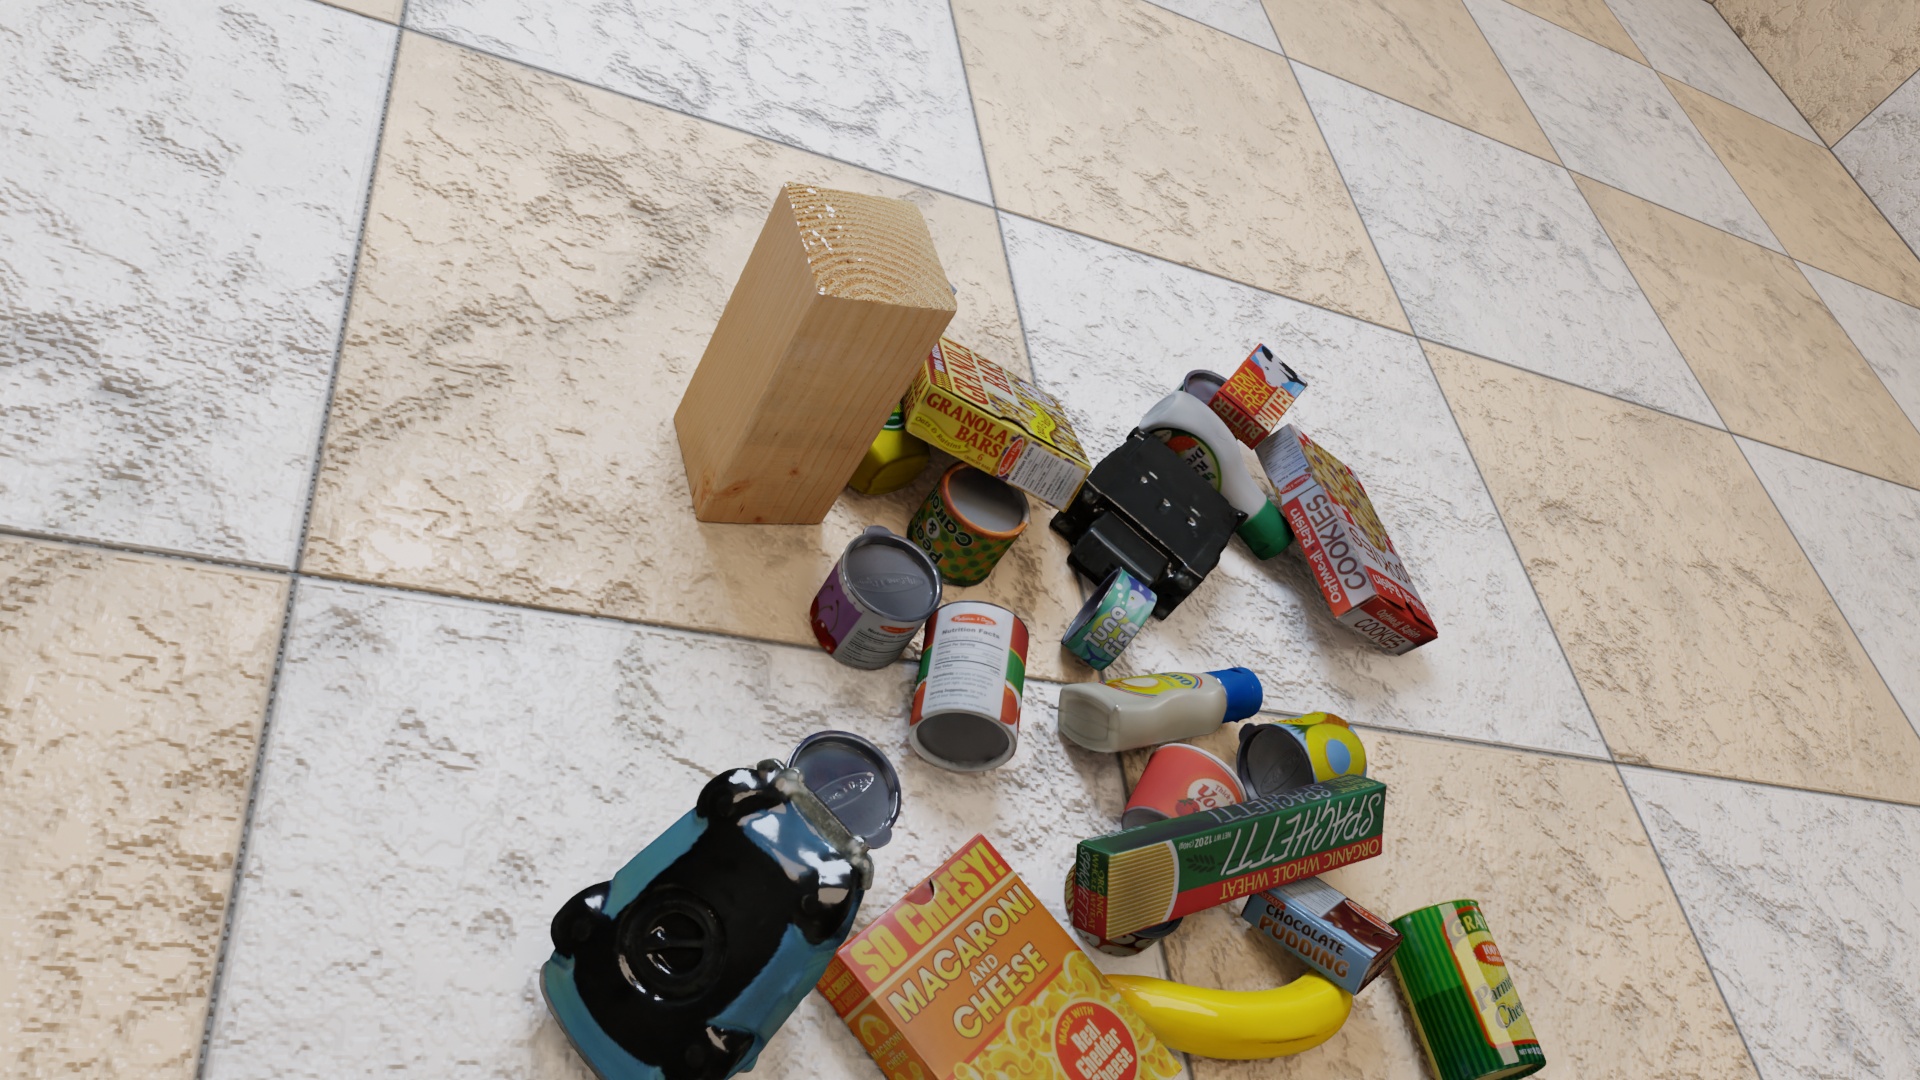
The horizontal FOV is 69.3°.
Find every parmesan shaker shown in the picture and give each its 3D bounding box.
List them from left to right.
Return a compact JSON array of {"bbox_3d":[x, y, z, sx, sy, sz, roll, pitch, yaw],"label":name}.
[{"bbox_3d":[0.316,0.287,0.872,0.071,0.071,0.103,6,51,-29],"label":"parmesan shaker"}]

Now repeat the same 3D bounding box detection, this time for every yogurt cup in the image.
[{"bbox_3d":[0.136,0.168,0.862,0.072,0.072,0.054,41,51,4],"label":"yogurt cup"}]

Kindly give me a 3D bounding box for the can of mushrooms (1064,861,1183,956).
[{"bbox_3d":[0.095,0.208,0.822,0.071,0.033,0.071,17,47,-19],"label":"can of mushrooms"}]

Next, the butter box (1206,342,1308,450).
[{"bbox_3d":[0.237,-0.116,1.111,0.053,0.024,0.104,42,43,4],"label":"butter box"}]

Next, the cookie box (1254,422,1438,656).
[{"bbox_3d":[0.306,0.000,1.099,0.123,0.040,0.168,25,39,-47],"label":"cookie box"}]

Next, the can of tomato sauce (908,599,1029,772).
[{"bbox_3d":[0.006,0.090,0.845,0.071,0.070,0.083,23,45,-15],"label":"can of tomato sauce"}]

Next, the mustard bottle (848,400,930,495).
[{"bbox_3d":[-0.085,-0.105,0.965,0.065,0.048,0.160,-15,63,-47],"label":"mustard bottle"}]

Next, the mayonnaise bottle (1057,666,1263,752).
[{"bbox_3d":[0.137,0.109,0.917,0.148,0.041,0.065,-4,11,-37],"label":"mayonnaise bottle"}]

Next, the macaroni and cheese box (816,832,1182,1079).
[{"bbox_3d":[0.021,0.254,0.730,0.166,0.040,0.124,48,43,12],"label":"macaroni and cheese box"}]

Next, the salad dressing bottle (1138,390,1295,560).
[{"bbox_3d":[0.202,-0.049,1.082,0.147,0.064,0.044,47,51,-11],"label":"salad dressing bottle"}]

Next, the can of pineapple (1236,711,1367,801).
[{"bbox_3d":[0.229,0.149,0.933,0.058,0.070,0.071,-5,57,-37],"label":"can of pineapple"}]

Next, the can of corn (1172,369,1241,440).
[{"bbox_3d":[0.195,-0.093,1.127,0.071,0.058,0.071,18,46,-19],"label":"can of corn"}]

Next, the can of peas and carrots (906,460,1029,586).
[{"bbox_3d":[0.003,-0.012,0.934,0.071,0.058,0.071,18,46,-19],"label":"can of peas and carrots"}]

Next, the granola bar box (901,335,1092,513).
[{"bbox_3d":[0.019,-0.090,0.972,0.124,0.039,0.166,27,17,-14],"label":"granola bar box"}]

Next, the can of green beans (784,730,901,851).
[{"bbox_3d":[-0.073,0.145,0.751,0.071,0.057,0.071,18,46,-19],"label":"can of green beans"}]

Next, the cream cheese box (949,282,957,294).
[{"bbox_3d":[-0.050,-0.162,1.034,0.024,0.053,0.104,46,44,7],"label":"cream cheese box"}]

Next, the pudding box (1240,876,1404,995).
[{"bbox_3d":[0.222,0.236,0.852,0.084,0.030,0.050,30,23,31],"label":"pudding box"}]

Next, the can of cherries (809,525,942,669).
[{"bbox_3d":[-0.053,0.035,0.858,0.071,0.058,0.072,17,47,-19],"label":"can of cherries"}]

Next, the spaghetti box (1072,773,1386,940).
[{"bbox_3d":[0.169,0.183,0.829,0.251,0.028,0.050,-4,99,-38],"label":"spaghetti box"}]

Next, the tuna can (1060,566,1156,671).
[{"bbox_3d":[0.100,0.053,0.932,0.033,0.070,0.071,37,43,0],"label":"tuna can"}]
